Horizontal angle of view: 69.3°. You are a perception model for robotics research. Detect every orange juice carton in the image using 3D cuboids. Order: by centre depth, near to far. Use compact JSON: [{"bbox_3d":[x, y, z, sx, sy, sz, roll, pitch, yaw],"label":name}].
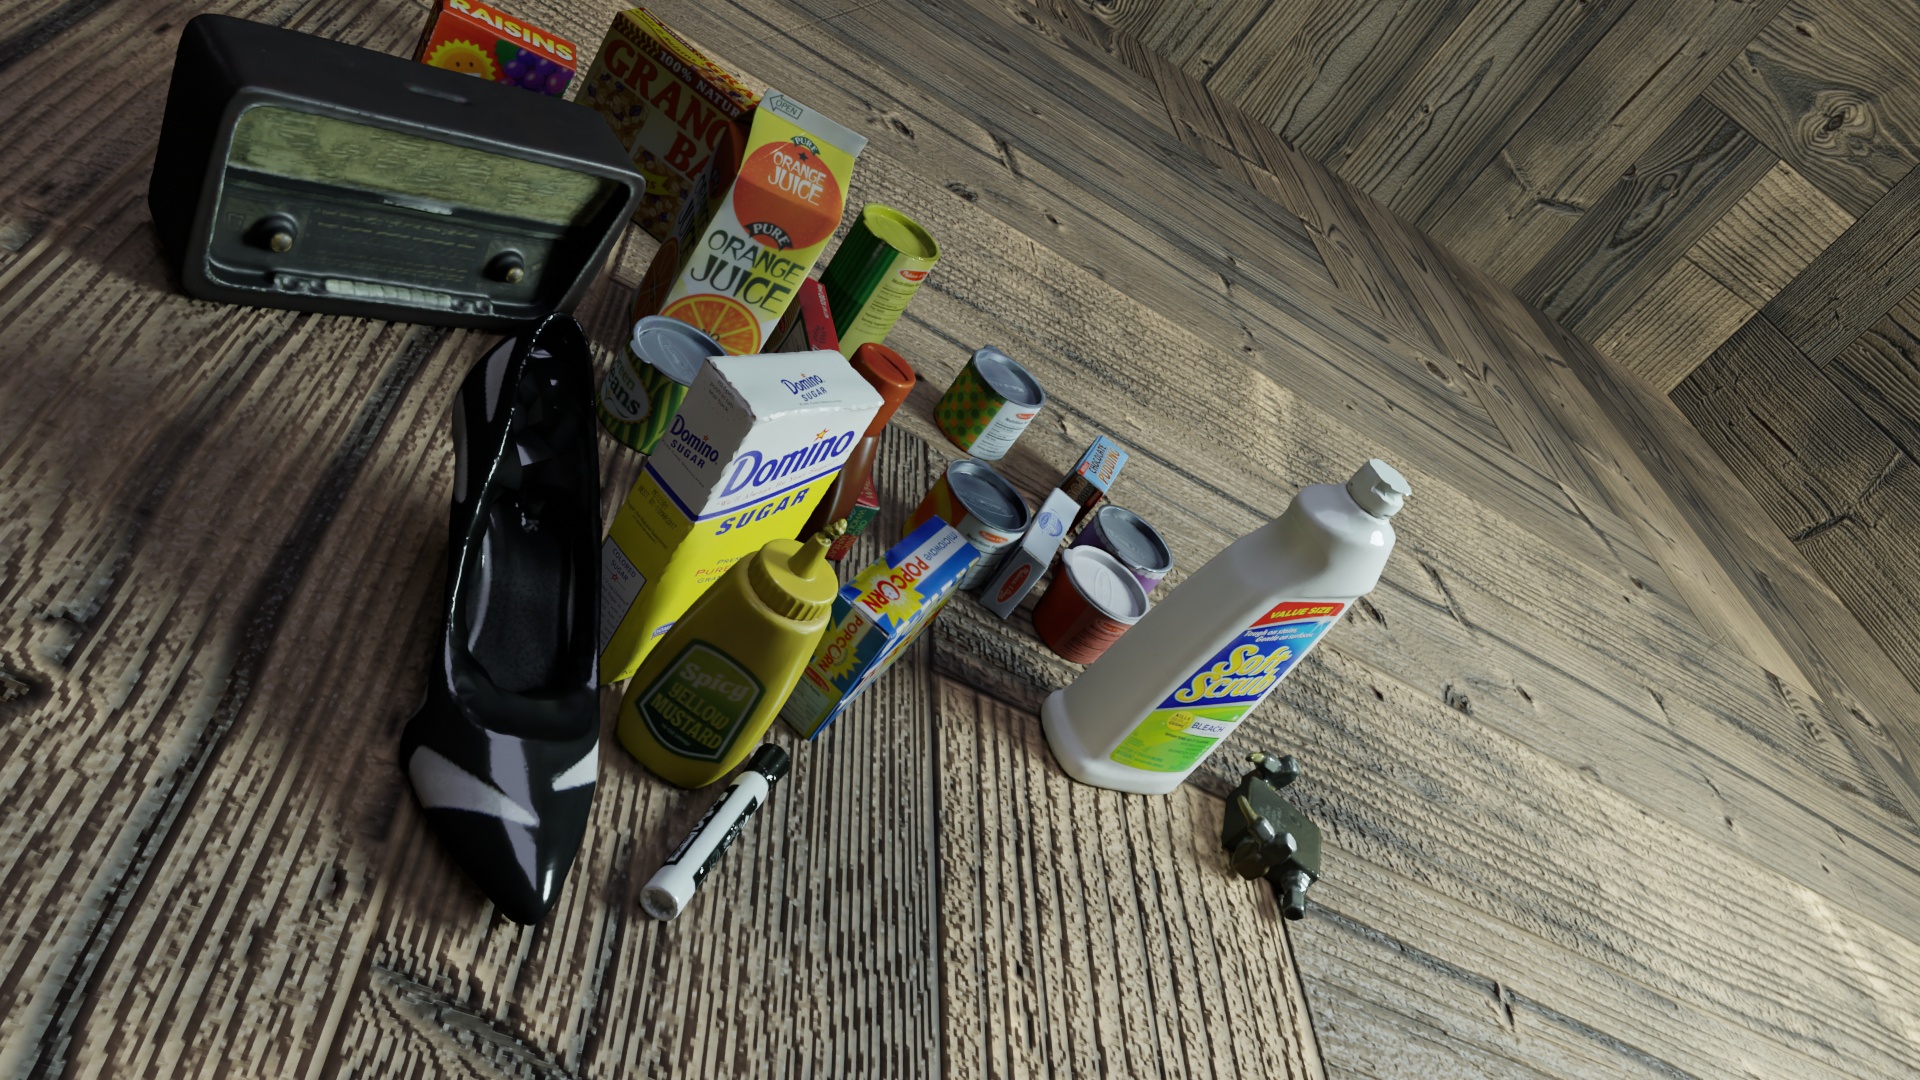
[{"bbox_3d":[-0.136,-0.190,0.874,0.072,0.191,0.073,20,34,-29],"label":"orange juice carton"}]

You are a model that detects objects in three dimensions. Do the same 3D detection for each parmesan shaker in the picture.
[{"bbox_3d":[-0.072,-0.190,1.034,0.071,0.102,0.072,28,31,-18],"label":"parmesan shaker"}]

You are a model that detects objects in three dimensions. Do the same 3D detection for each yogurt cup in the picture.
[{"bbox_3d":[0.085,0.046,0.928,0.072,0.053,0.073,27,31,-18],"label":"yogurt cup"}]

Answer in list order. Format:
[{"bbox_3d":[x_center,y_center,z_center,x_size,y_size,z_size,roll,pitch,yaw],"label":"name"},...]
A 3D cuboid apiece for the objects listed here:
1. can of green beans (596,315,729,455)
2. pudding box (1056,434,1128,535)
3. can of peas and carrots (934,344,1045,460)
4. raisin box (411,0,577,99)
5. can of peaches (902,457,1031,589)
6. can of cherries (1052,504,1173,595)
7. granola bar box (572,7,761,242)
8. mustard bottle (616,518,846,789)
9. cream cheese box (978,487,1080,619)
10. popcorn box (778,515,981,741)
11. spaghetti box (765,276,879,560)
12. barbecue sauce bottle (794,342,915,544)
[{"bbox_3d":[-0.177,-0.091,0.830,0.071,0.057,0.071,27,31,-18],"label":"can of green beans"},{"bbox_3d":[0.096,-0.044,1.068,0.030,0.049,0.084,39,30,0],"label":"pudding box"},{"bbox_3d":[0.021,-0.105,1.062,0.071,0.058,0.071,27,31,-18],"label":"can of peas and carrots"},{"bbox_3d":[-0.305,-0.269,0.870,0.086,0.123,0.040,18,35,-32],"label":"raisin box"},{"bbox_3d":[0.003,-0.011,0.915,0.071,0.057,0.071,27,31,-18],"label":"can of peaches"},{"bbox_3d":[0.107,0.018,0.985,0.071,0.058,0.072,27,31,-18],"label":"can of cherries"},{"bbox_3d":[-0.198,-0.280,1.000,0.165,0.123,0.039,38,29,0],"label":"granola bar box"},{"bbox_3d":[-0.097,0.045,0.625,0.065,0.159,0.049,35,30,-6],"label":"mustard bottle"},{"bbox_3d":[0.047,0.007,0.941,0.024,0.053,0.104,38,30,-2],"label":"cream cheese box"},{"bbox_3d":[-0.046,0.045,0.757,0.038,0.085,0.127,41,30,5],"label":"popcorn box"},{"bbox_3d":[-0.097,-0.089,0.920,0.029,0.050,0.251,19,35,-31],"label":"spaghetti box"},{"bbox_3d":[-0.079,-0.045,0.781,0.065,0.148,0.044,43,30,8],"label":"barbecue sauce bottle"}]
